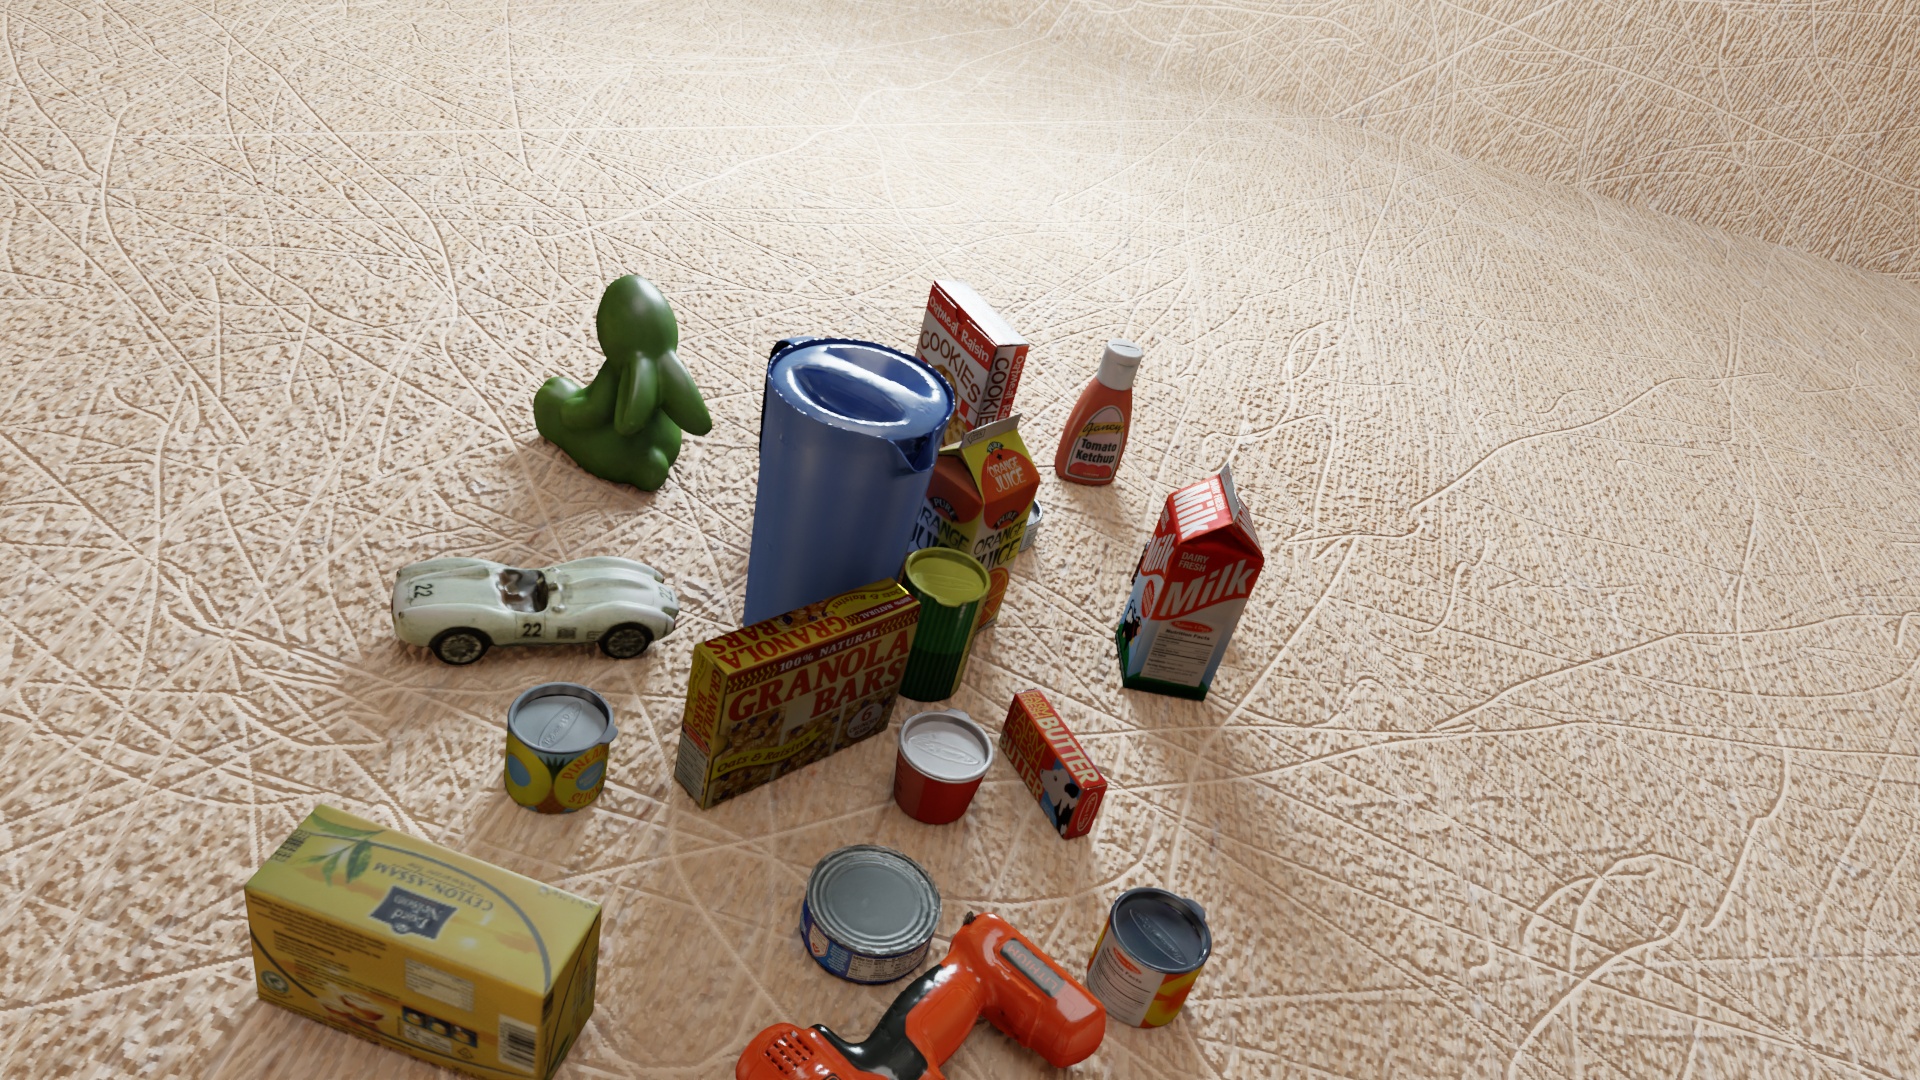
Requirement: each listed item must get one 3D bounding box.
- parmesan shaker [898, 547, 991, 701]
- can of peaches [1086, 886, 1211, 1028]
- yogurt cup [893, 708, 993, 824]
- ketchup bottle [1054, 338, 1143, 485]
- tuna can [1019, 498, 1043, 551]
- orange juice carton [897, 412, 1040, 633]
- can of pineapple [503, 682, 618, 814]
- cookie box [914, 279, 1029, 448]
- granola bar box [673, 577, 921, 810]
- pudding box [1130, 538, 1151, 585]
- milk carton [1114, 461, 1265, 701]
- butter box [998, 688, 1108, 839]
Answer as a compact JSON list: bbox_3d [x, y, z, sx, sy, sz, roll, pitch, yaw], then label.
[{"bbox_3d":[-0.021,0.067,1.064,0.071,0.102,0.072,11,34,-7],"label":"parmesan shaker"},{"bbox_3d":[0.120,0.263,0.881,0.071,0.057,0.071,11,34,-7],"label":"can of peaches"},{"bbox_3d":[-0.015,0.162,0.974,0.072,0.053,0.073,11,34,-7],"label":"yogurt cup"},{"bbox_3d":[0.140,-0.126,1.363,0.065,0.148,0.044,7,35,-13],"label":"ketchup bottle"},{"bbox_3d":[0.038,-0.021,1.275,0.071,0.032,0.071,11,34,-7],"label":"tuna can"},{"bbox_3d":[0.004,-0.014,1.109,0.073,0.191,0.072,36,39,27],"label":"orange juice carton"},{"bbox_3d":[-0.261,0.136,0.907,0.071,0.057,0.071,11,34,-7],"label":"can of pineapple"},{"bbox_3d":[-0.001,-0.144,1.315,0.040,0.166,0.123,-8,41,-32],"label":"cookie box"},{"bbox_3d":[-0.110,0.103,0.956,0.166,0.123,0.039,-19,47,-40],"label":"granola bar box"},{"bbox_3d":[0.200,0.034,1.247,0.084,0.049,0.030,31,37,21],"label":"pudding box"},{"bbox_3d":[0.188,0.032,1.121,0.073,0.189,0.073,11,34,-7],"label":"milk carton"},{"bbox_3d":[0.066,0.161,1.009,0.024,0.052,0.104,-6,40,-29],"label":"butter box"}]
